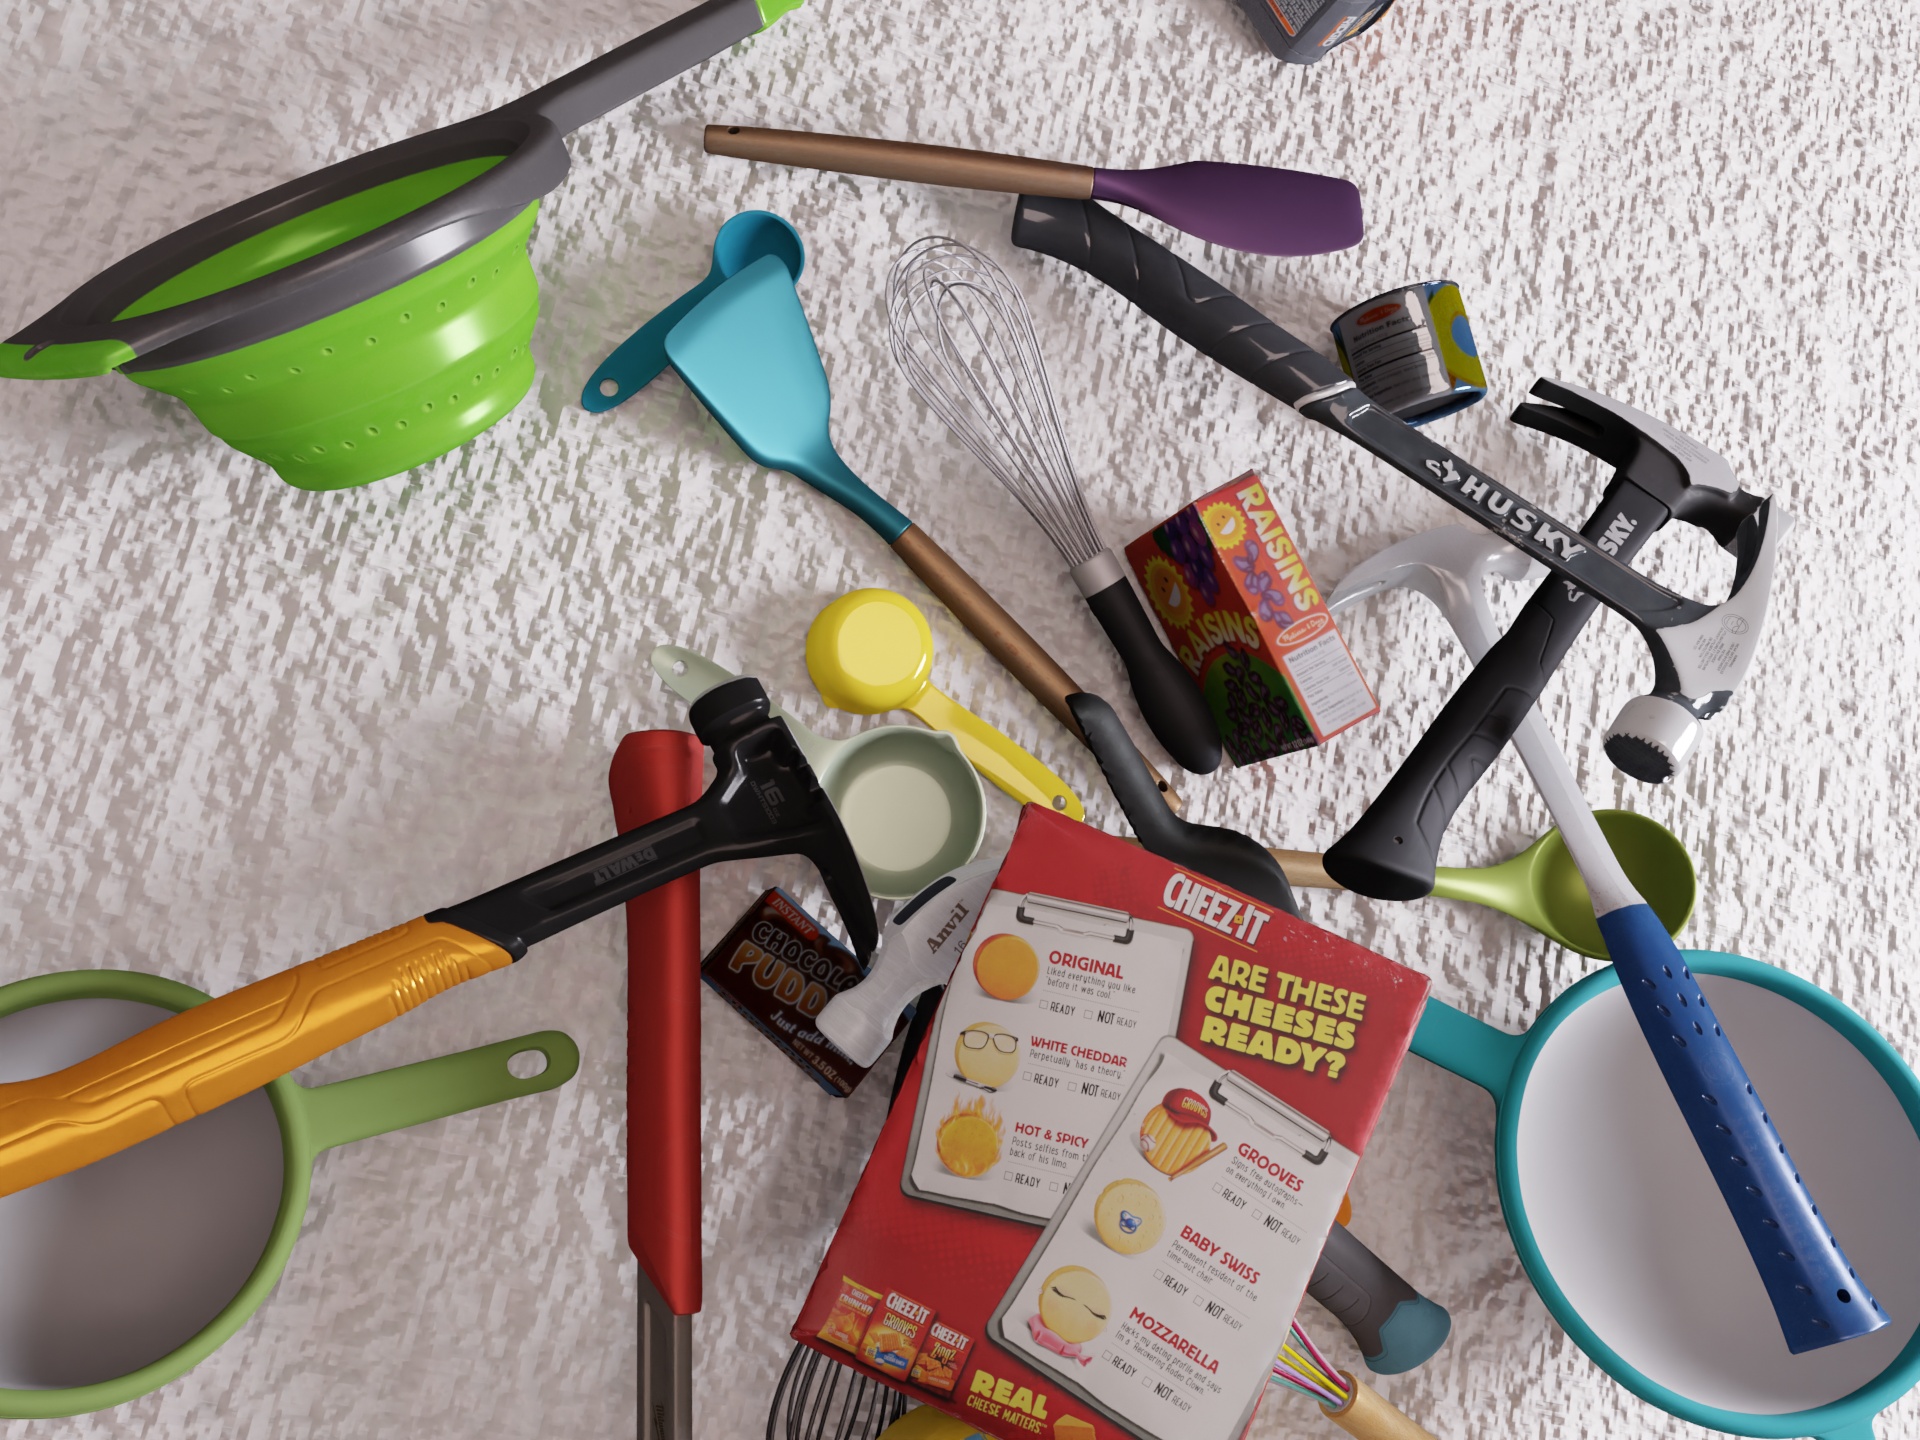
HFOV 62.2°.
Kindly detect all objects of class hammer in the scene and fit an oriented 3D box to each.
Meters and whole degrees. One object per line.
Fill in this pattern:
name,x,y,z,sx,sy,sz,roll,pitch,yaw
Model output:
hammer,0.191,-0.145,0.747,0.409,0.036,0.149,37,71,10
hammer,0.294,0.080,0.733,0.144,0.035,0.406,-11,64,-16
hammer,0.097,0.183,0.695,0.330,0.033,0.128,43,79,-16
hammer,-0.110,0.178,0.618,0.036,0.149,0.359,13,68,-44
hammer,-0.195,0.095,0.573,0.337,0.034,0.127,-23,70,-23
hammer,0.268,-0.039,0.755,0.146,0.035,0.335,39,61,11

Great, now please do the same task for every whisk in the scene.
whisk,-0.028,0.211,0.671,0.055,0.055,0.239,20,71,-13
whisk,0.149,0.282,0.694,0.244,0.047,0.051,41,38,-24
whisk,0.048,-0.097,0.748,0.070,0.070,0.284,-32,96,-19

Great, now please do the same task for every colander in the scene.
colander,-0.189,-0.203,0.670,0.397,0.205,0.094,-46,130,-34

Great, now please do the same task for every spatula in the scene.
spatula,-0.005,-0.070,0.729,0.317,0.044,0.082,45,56,-7
spatula,0.037,-0.256,0.754,0.316,0.018,0.060,6,61,-3

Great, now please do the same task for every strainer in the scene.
strainer,-0.275,0.164,0.602,0.256,0.069,0.152,-9,71,-34
strainer,0.287,0.193,0.759,0.340,0.095,0.211,26,69,10

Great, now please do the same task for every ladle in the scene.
ladle,0.202,0.070,0.763,0.320,0.062,0.078,6,65,-13

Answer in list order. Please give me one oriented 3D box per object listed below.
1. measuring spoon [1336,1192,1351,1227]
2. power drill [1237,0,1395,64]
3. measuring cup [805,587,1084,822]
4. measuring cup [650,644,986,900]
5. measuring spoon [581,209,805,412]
measuring spoon,0.153,0.188,0.750,0.021,0.011,0.117,-29,93,3
power drill,0.246,-0.442,0.855,0.226,0.084,0.164,-35,92,-23
measuring cup,-0.001,-0.002,0.725,0.156,0.029,0.062,38,72,-6
measuring cup,-0.065,0.017,0.703,0.167,0.038,0.083,33,82,6
measuring spoon,-0.125,-0.184,0.731,0.128,0.021,0.042,-44,95,-10
